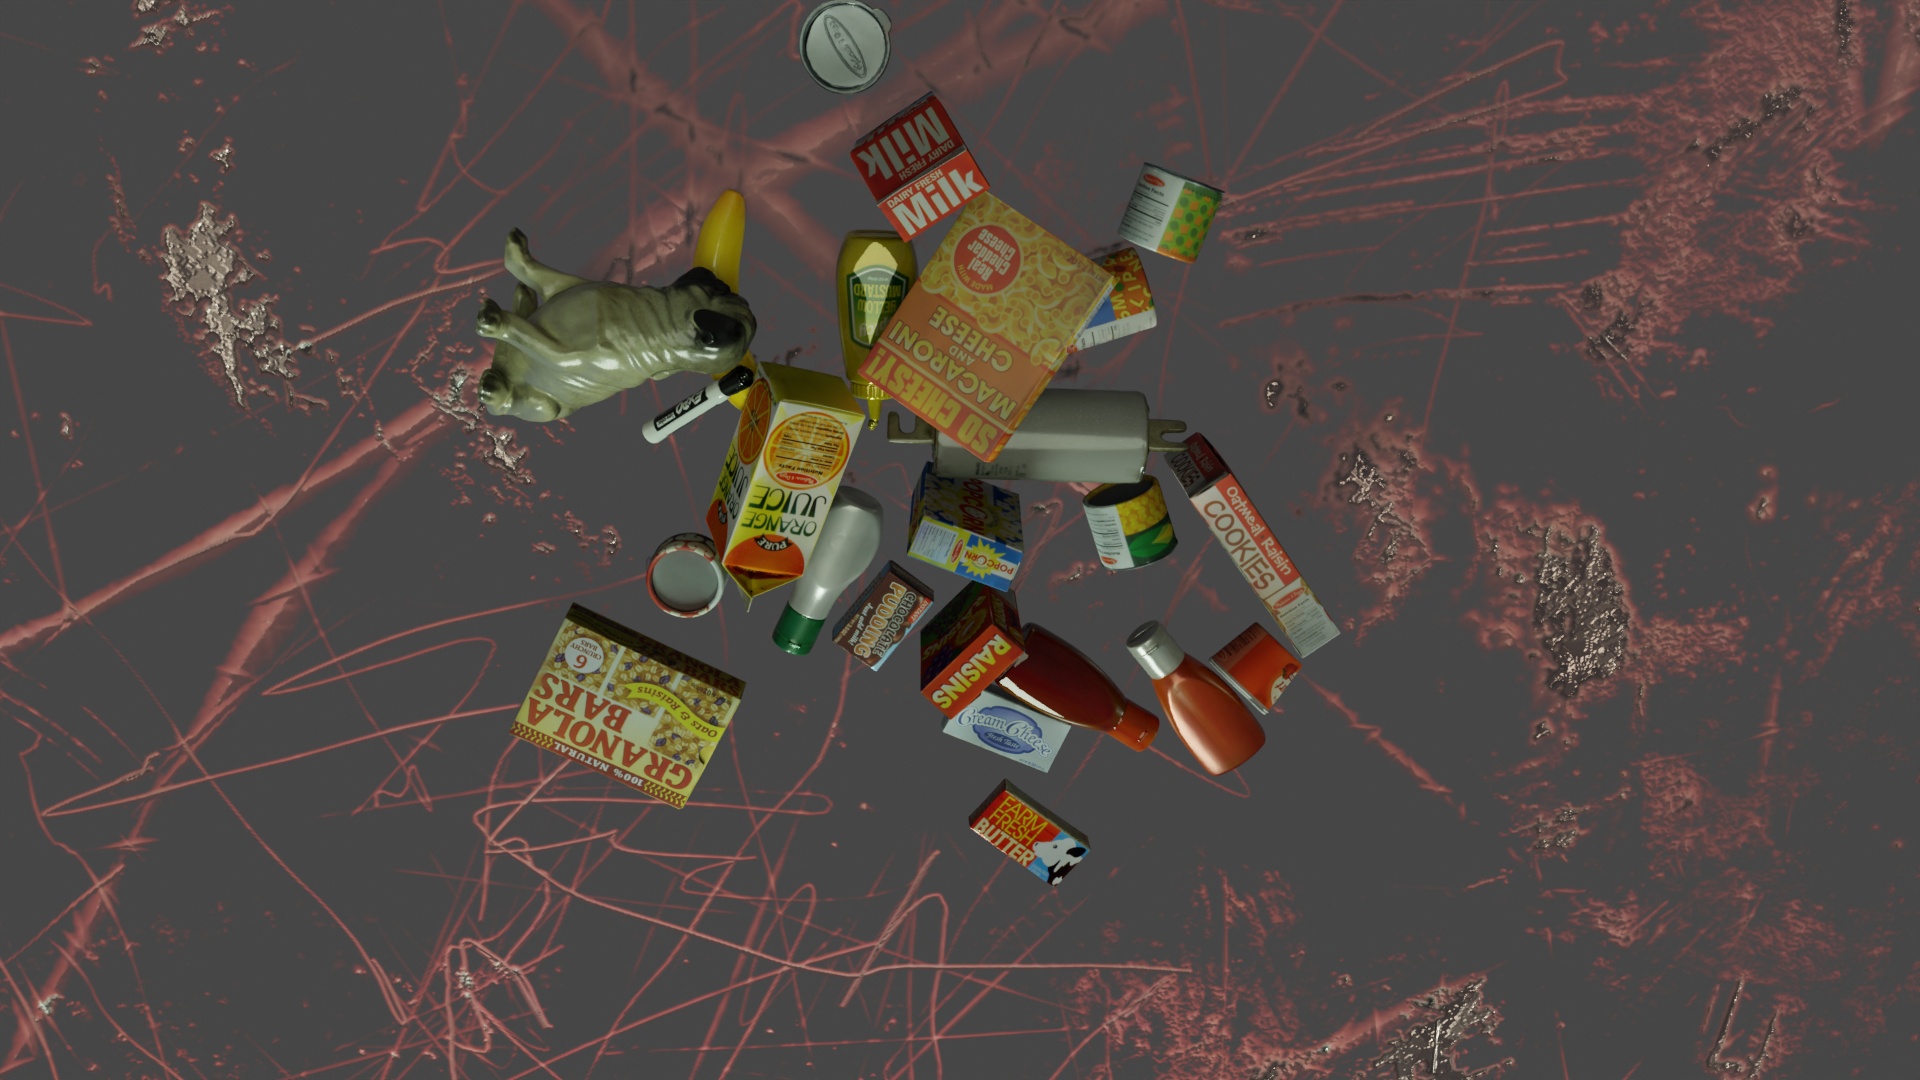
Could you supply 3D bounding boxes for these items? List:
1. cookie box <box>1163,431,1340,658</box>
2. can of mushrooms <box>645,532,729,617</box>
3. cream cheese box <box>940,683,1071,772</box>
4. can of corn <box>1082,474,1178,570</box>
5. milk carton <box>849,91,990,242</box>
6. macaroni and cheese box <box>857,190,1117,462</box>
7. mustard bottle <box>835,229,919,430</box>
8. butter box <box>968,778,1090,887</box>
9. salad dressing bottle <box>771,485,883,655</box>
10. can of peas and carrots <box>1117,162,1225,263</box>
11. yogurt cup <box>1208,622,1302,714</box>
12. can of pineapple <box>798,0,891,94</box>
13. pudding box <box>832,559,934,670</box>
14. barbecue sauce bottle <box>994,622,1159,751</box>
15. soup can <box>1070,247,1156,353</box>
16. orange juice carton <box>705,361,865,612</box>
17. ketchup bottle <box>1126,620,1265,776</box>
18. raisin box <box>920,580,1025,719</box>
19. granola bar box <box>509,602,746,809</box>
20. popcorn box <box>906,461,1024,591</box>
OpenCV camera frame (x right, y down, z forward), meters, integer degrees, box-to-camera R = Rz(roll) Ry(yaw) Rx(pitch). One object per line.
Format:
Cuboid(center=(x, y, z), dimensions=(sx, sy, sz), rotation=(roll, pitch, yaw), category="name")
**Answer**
Cuboid(center=(0.234, 0.000, 1.128), dimensions=(0.040, 0.123, 0.167), rotation=(-35, 106, 9), category="cookie box")
Cuboid(center=(-0.232, 0.029, 1.171), dimensions=(0.071, 0.033, 0.070), rotation=(-1, 110, -2), category="can of mushrooms")
Cuboid(center=(0.041, 0.162, 1.230), dimensions=(0.104, 0.024, 0.053), rotation=(22, 106, -9), category="cream cheese box")
Cuboid(center=(0.142, -0.017, 1.151), dimensions=(0.071, 0.071, 0.058), rotation=(-18, 109, 5), category="can of corn")
Cuboid(center=(-0.029, -0.268, 0.991), dimensions=(0.072, 0.191, 0.073), rotation=(-31, 108, 9), category="milk carton")
Cuboid(center=(0.020, -0.161, 1.047), dimensions=(0.124, 0.040, 0.166), rotation=(36, 99, 7), category="macaroni and cheese box")
Cuboid(center=(-0.066, -0.164, 1.101), dimensions=(0.065, 0.049, 0.159), rotation=(0, 109, -3), category="mustard bottle")
Cuboid(center=(0.063, 0.267, 1.267), dimensions=(0.103, 0.024, 0.053), rotation=(37, 104, -13), category="butter box")
Cuboid(center=(-0.115, 0.027, 1.169), dimensions=(0.064, 0.044, 0.147), rotation=(22, 108, -15), category="salad dressing bottle")
Cuboid(center=(0.163, -0.252, 1.070), dimensions=(0.071, 0.071, 0.058), rotation=(19, 108, -8), category="can of peas and carrots")
Cuboid(center=(0.257, 0.108, 1.198), dimensions=(0.072, 0.072, 0.054), rotation=(42, 95, -14), category="yogurt cup")
Cuboid(center=(-0.082, -0.365, 1.026), dimensions=(0.071, 0.058, 0.070), rotation=(-1, 110, -2), category="can of pineapple")
Cuboid(center=(-0.066, 0.065, 1.190), dimensions=(0.049, 0.030, 0.083), rotation=(37, 104, -14), category="pudding box")
Cuboid(center=(0.105, 0.133, 1.212), dimensions=(0.148, 0.044, 0.064), rotation=(32, 98, -13), category="barbecue sauce bottle")
Cuboid(center=(0.104, -0.189, 1.090), dimensions=(0.084, 0.071, 0.071), rotation=(-17, 109, 4), category="soup can")
Cuboid(center=(-0.149, -0.039, 1.113), dimensions=(0.073, 0.072, 0.191), rotation=(10, 117, -28), category="orange juice carton")
Cuboid(center=(0.202, 0.135, 1.216), dimensions=(0.064, 0.044, 0.148), rotation=(-37, 106, 10), category="ketchup bottle")
Cuboid(center=(0.008, 0.084, 1.150), dimensions=(0.040, 0.124, 0.086), rotation=(43, 103, -14), category="raisin box")
Cuboid(center=(-0.288, 0.145, 1.206), dimensions=(0.165, 0.039, 0.124), rotation=(27, 107, -10), category="granola bar box")
Cuboid(center=(0.004, -0.014, 1.114), dimensions=(0.085, 0.127, 0.038), rotation=(21, 112, -8), category="popcorn box")
